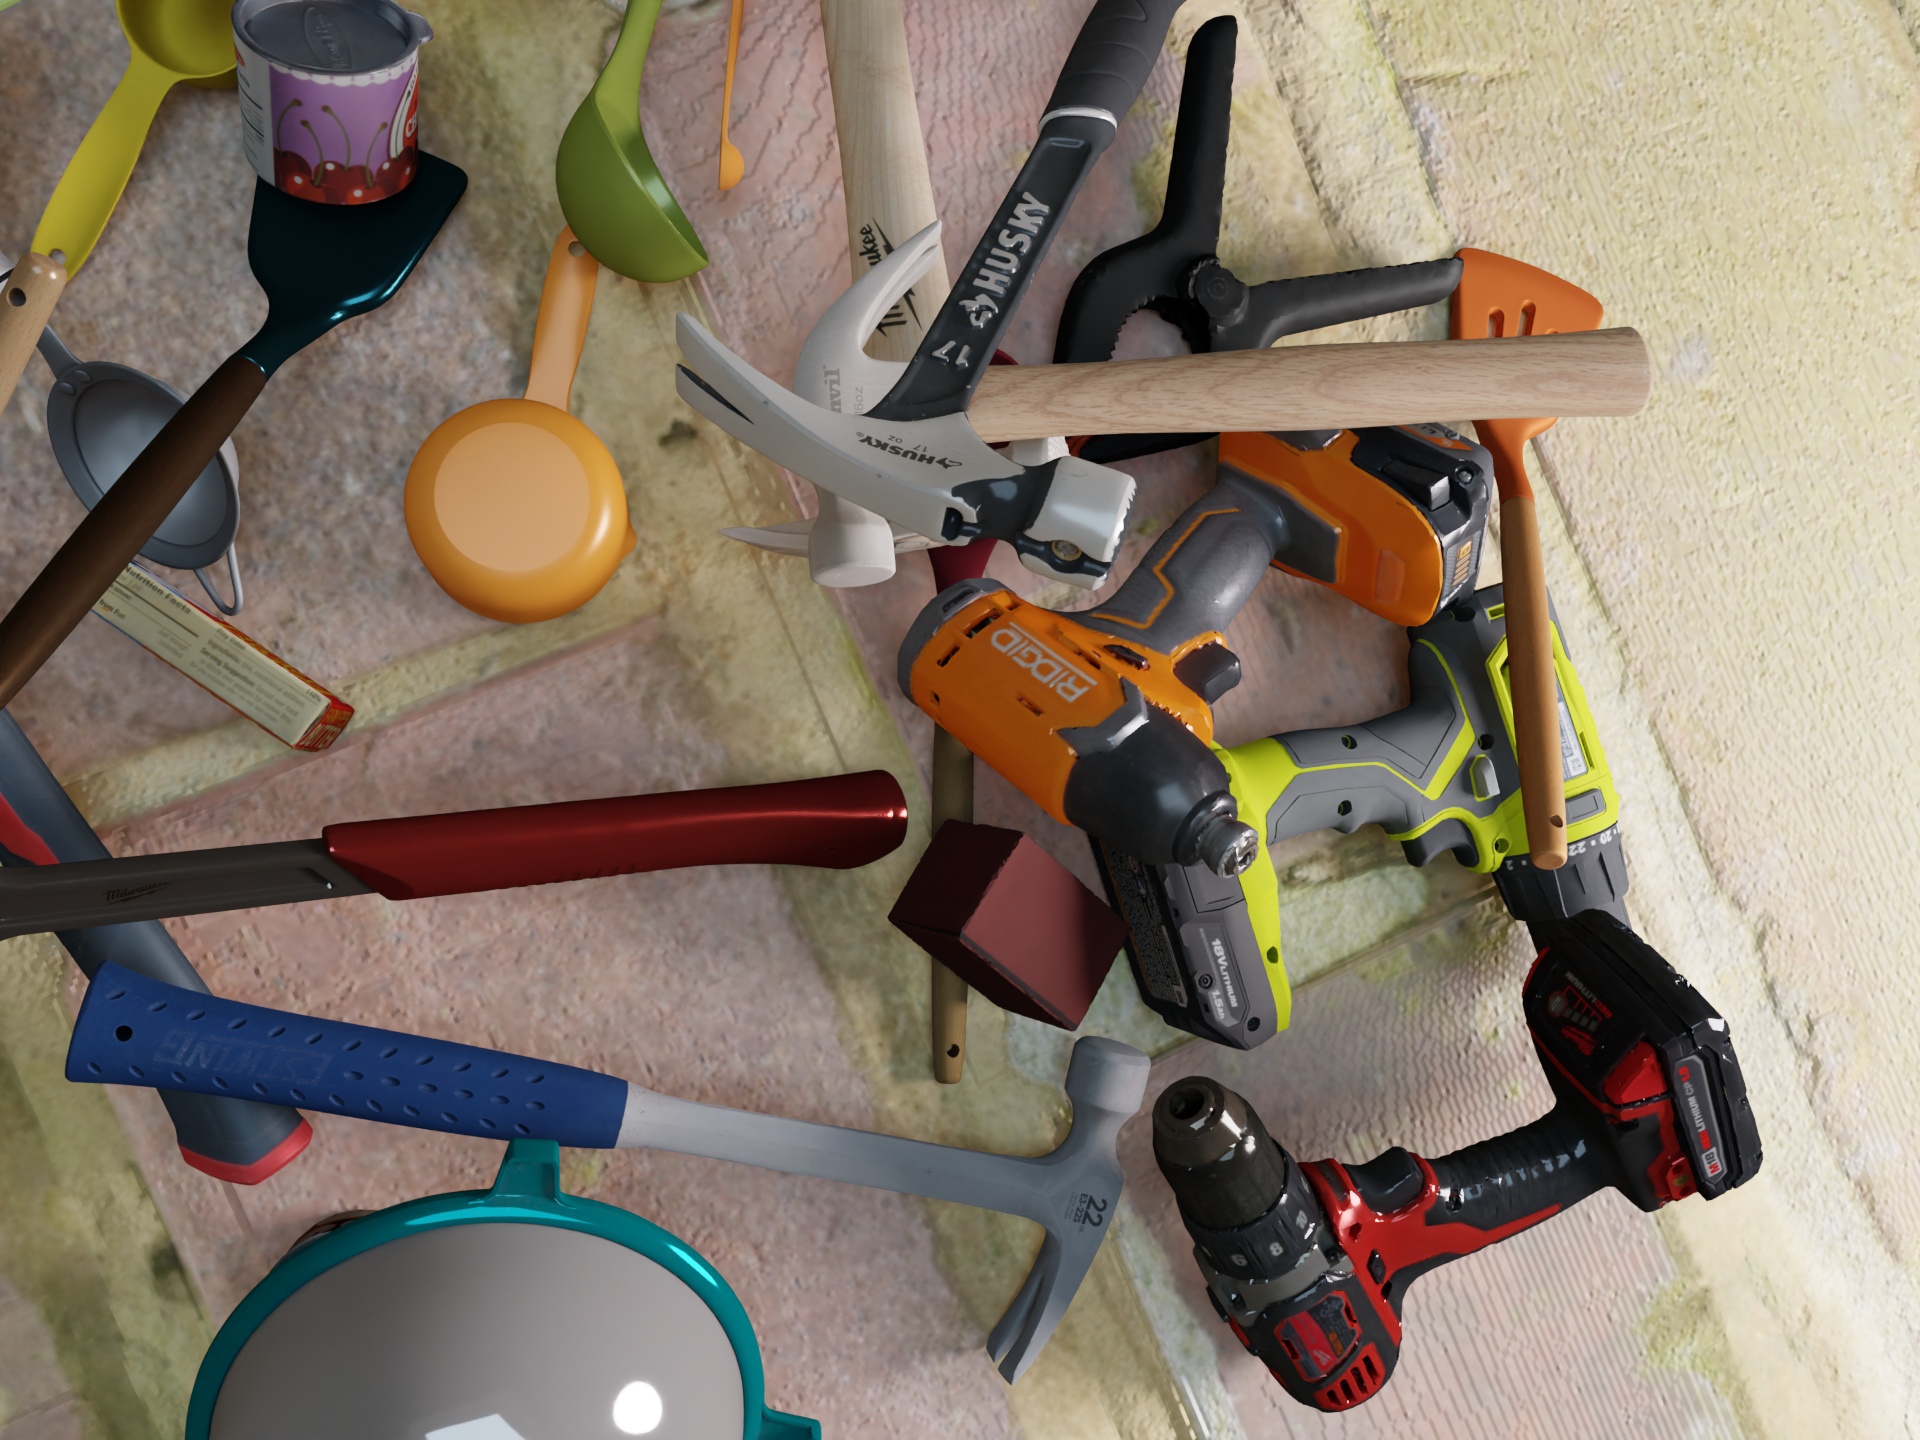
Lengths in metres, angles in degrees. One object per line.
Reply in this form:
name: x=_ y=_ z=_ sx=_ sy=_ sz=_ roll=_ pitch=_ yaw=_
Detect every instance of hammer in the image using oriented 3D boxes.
hammer: x=-0.347 y=0.001 z=0.577 sx=0.143 sy=0.038 sz=0.386 roll=-29 pitch=102 yaw=9
hammer: x=0.033 y=-0.210 z=0.591 sx=0.149 sy=0.036 sz=0.409 roll=19 pitch=50 yaw=4
hammer: x=-0.123 y=0.162 z=0.619 sx=0.405 sy=0.035 sz=0.144 roll=15 pitch=89 yaw=-18
hammer: x=-0.047 y=-0.272 z=0.669 sx=0.146 sy=0.038 sz=0.411 roll=-9 pitch=82 yaw=18
hammer: x=0.102 y=-0.127 z=0.602 sx=0.331 sy=0.031 sz=0.130 roll=-5 pitch=80 yaw=-8
hammer: x=-0.174 y=0.041 z=0.564 sx=0.359 sy=0.149 sz=0.037 roll=-4 pitch=49 yaw=-34

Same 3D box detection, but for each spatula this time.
spatula: x=-0.267 y=-0.118 z=0.563 sx=0.082 sy=0.044 sz=0.318 roll=17 pitch=45 yaw=-8
spatula: x=0.244 y=-0.079 z=0.678 sx=0.081 sy=0.041 sz=0.323 roll=18 pitch=53 yaw=-10

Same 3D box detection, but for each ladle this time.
ladle: x=-0.001 y=-0.002 z=0.684 sx=0.069 sy=0.031 sz=0.315 roll=2 pitch=89 yaw=-14
ladle: x=-0.113 y=-0.335 z=0.664 sx=0.062 sy=0.078 sz=0.320 roll=6 pitch=80 yaw=16

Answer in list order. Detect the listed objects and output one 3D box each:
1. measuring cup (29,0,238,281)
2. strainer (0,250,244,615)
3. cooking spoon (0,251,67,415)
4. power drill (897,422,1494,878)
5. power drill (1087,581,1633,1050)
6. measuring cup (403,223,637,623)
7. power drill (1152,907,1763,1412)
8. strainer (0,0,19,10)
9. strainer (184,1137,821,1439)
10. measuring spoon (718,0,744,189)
measuring cup: x=-0.327 y=-0.239 z=0.637 sx=0.062 sy=0.029 sz=0.156 roll=31 pitch=94 yaw=-8
strainer: x=-0.343 y=-0.151 z=0.585 sx=0.258 sy=0.087 sz=0.050 roll=55 pitch=35 yaw=-26
cooking spoon: x=-0.382 y=-0.021 z=0.543 sx=0.068 sy=0.017 sz=0.319 roll=34 pitch=102 yaw=-8
power drill: x=0.109 y=-0.038 z=0.634 sx=0.226 sy=0.084 sz=0.164 roll=-37 pitch=54 yaw=-20
power drill: x=0.184 y=0.057 z=0.693 sx=0.228 sy=0.080 sz=0.190 roll=-18 pitch=90 yaw=-14
measuring cup: x=-0.170 y=-0.126 z=0.642 sx=0.095 sy=0.052 sz=0.173 roll=11 pitch=87 yaw=-10
power drill: x=0.194 y=0.171 z=0.646 sx=0.226 sy=0.080 sz=0.187 roll=-31 pitch=122 yaw=0
strainer: x=-0.449 y=-0.191 z=0.595 sx=0.151 sy=0.069 sz=0.256 roll=16 pitch=102 yaw=-19
strainer: x=-0.224 y=0.317 z=0.568 sx=0.340 sy=0.095 sz=0.210 roll=-34 pitch=114 yaw=-1
measuring spoon: x=-0.093 y=-0.276 z=0.672 sx=0.011 sy=0.021 sz=0.117 roll=5 pitch=74 yaw=-11
